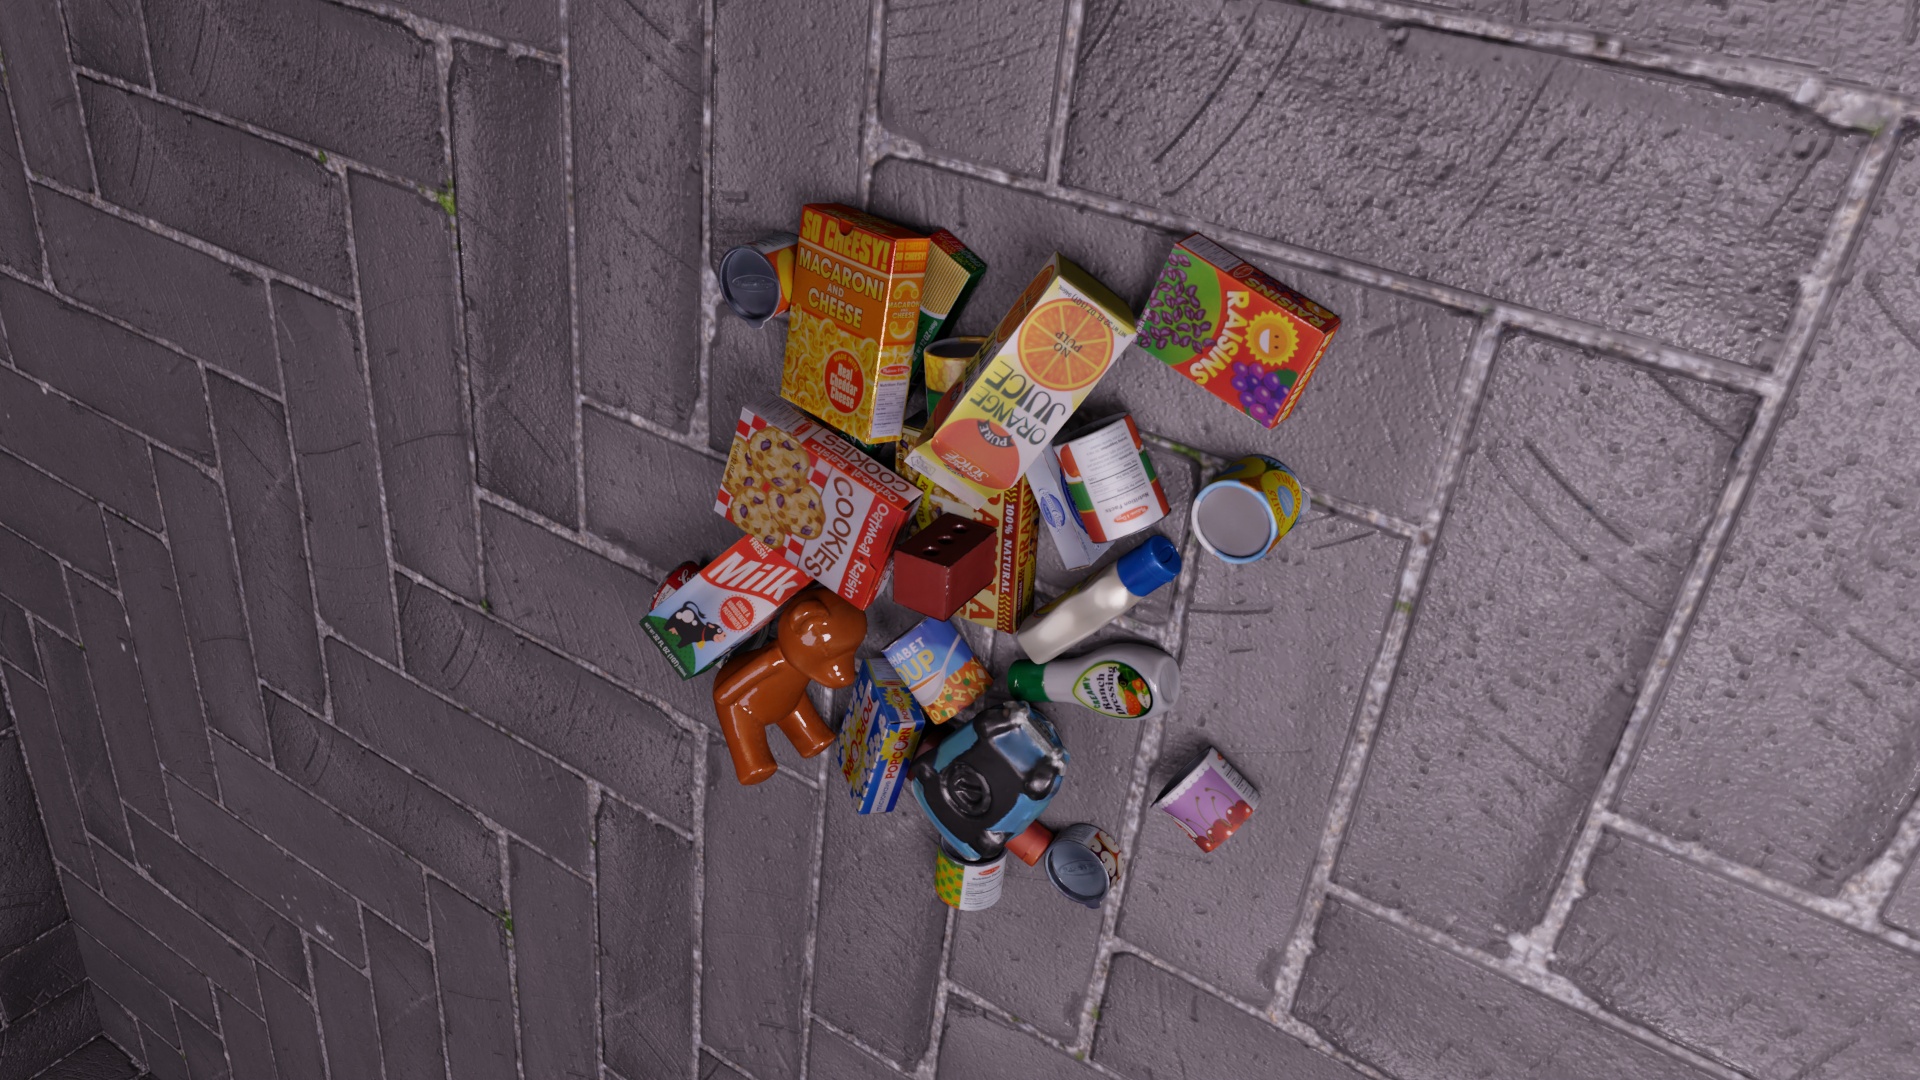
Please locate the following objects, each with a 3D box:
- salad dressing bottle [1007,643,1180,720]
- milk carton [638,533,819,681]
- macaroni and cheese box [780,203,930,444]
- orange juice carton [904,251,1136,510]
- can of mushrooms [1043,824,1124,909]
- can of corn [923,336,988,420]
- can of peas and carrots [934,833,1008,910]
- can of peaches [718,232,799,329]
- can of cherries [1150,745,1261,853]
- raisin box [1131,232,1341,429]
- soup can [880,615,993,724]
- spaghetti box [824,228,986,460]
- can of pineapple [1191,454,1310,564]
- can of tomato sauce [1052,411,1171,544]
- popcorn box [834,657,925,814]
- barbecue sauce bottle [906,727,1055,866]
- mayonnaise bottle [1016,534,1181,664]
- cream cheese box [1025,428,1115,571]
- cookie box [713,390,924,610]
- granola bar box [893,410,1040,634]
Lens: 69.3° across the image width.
[{"bbox_3d":[0.109,0.118,1.162,0.147,0.044,0.064,-4,111,36],"label":"salad dressing bottle"},{"bbox_3d":[-0.195,0.043,1.288,0.190,0.073,0.072,-39,88,5],"label":"milk carton"},{"bbox_3d":[-0.088,-0.177,1.125,0.124,0.040,0.165,30,120,41],"label":"macaroni and cheese box"},{"bbox_3d":[0.041,-0.111,1.031,0.072,0.073,0.192,34,111,-13],"label":"orange juice carton"},{"bbox_3d":[0.112,0.293,1.252,0.071,0.033,0.070,15,119,28],"label":"can of mushrooms"},{"bbox_3d":[0.007,-0.125,1.101,0.071,0.071,0.058,11,117,30],"label":"can of corn"},{"bbox_3d":[0.009,0.303,1.309,0.071,0.071,0.058,21,123,25],"label":"can of peas and carrots"},{"bbox_3d":[-0.161,-0.221,1.177,0.071,0.058,0.071,15,120,28],"label":"can of peaches"},{"bbox_3d":[0.200,0.212,1.129,0.058,0.072,0.071,45,130,7],"label":"can of cherries"},{"bbox_3d":[0.192,-0.148,0.980,0.123,0.040,0.085,36,127,17],"label":"raisin box"},{"bbox_3d":[-0.022,0.113,1.233,0.071,0.072,0.084,-37,89,40],"label":"soup can"},{"bbox_3d":[-0.056,-0.145,1.160,0.050,0.029,0.248,43,129,11],"label":"spaghetti box"},{"bbox_3d":[0.211,-0.023,1.014,0.071,0.058,0.070,15,119,28],"label":"can of pineapple"},{"bbox_3d":[0.115,-0.048,1.066,0.071,0.071,0.083,-17,101,39],"label":"can of tomato sauce"},{"bbox_3d":[-0.077,0.183,1.300,0.085,0.038,0.126,-117,36,-45],"label":"popcorn box"},{"bbox_3d":[0.019,0.241,1.285,0.149,0.044,0.064,38,131,13],"label":"barbecue sauce bottle"},{"bbox_3d":[0.112,0.046,1.116,0.147,0.065,0.041,-38,91,36],"label":"mayonnaise bottle"},{"bbox_3d":[0.085,-0.033,1.100,0.024,0.053,0.103,-17,102,34],"label":"cream cheese box"},{"bbox_3d":[-0.125,-0.033,1.194,0.167,0.040,0.122,33,130,11],"label":"cookie box"},{"bbox_3d":[0.004,-0.015,1.174,0.124,0.039,0.164,17,121,27],"label":"granola bar box"}]
